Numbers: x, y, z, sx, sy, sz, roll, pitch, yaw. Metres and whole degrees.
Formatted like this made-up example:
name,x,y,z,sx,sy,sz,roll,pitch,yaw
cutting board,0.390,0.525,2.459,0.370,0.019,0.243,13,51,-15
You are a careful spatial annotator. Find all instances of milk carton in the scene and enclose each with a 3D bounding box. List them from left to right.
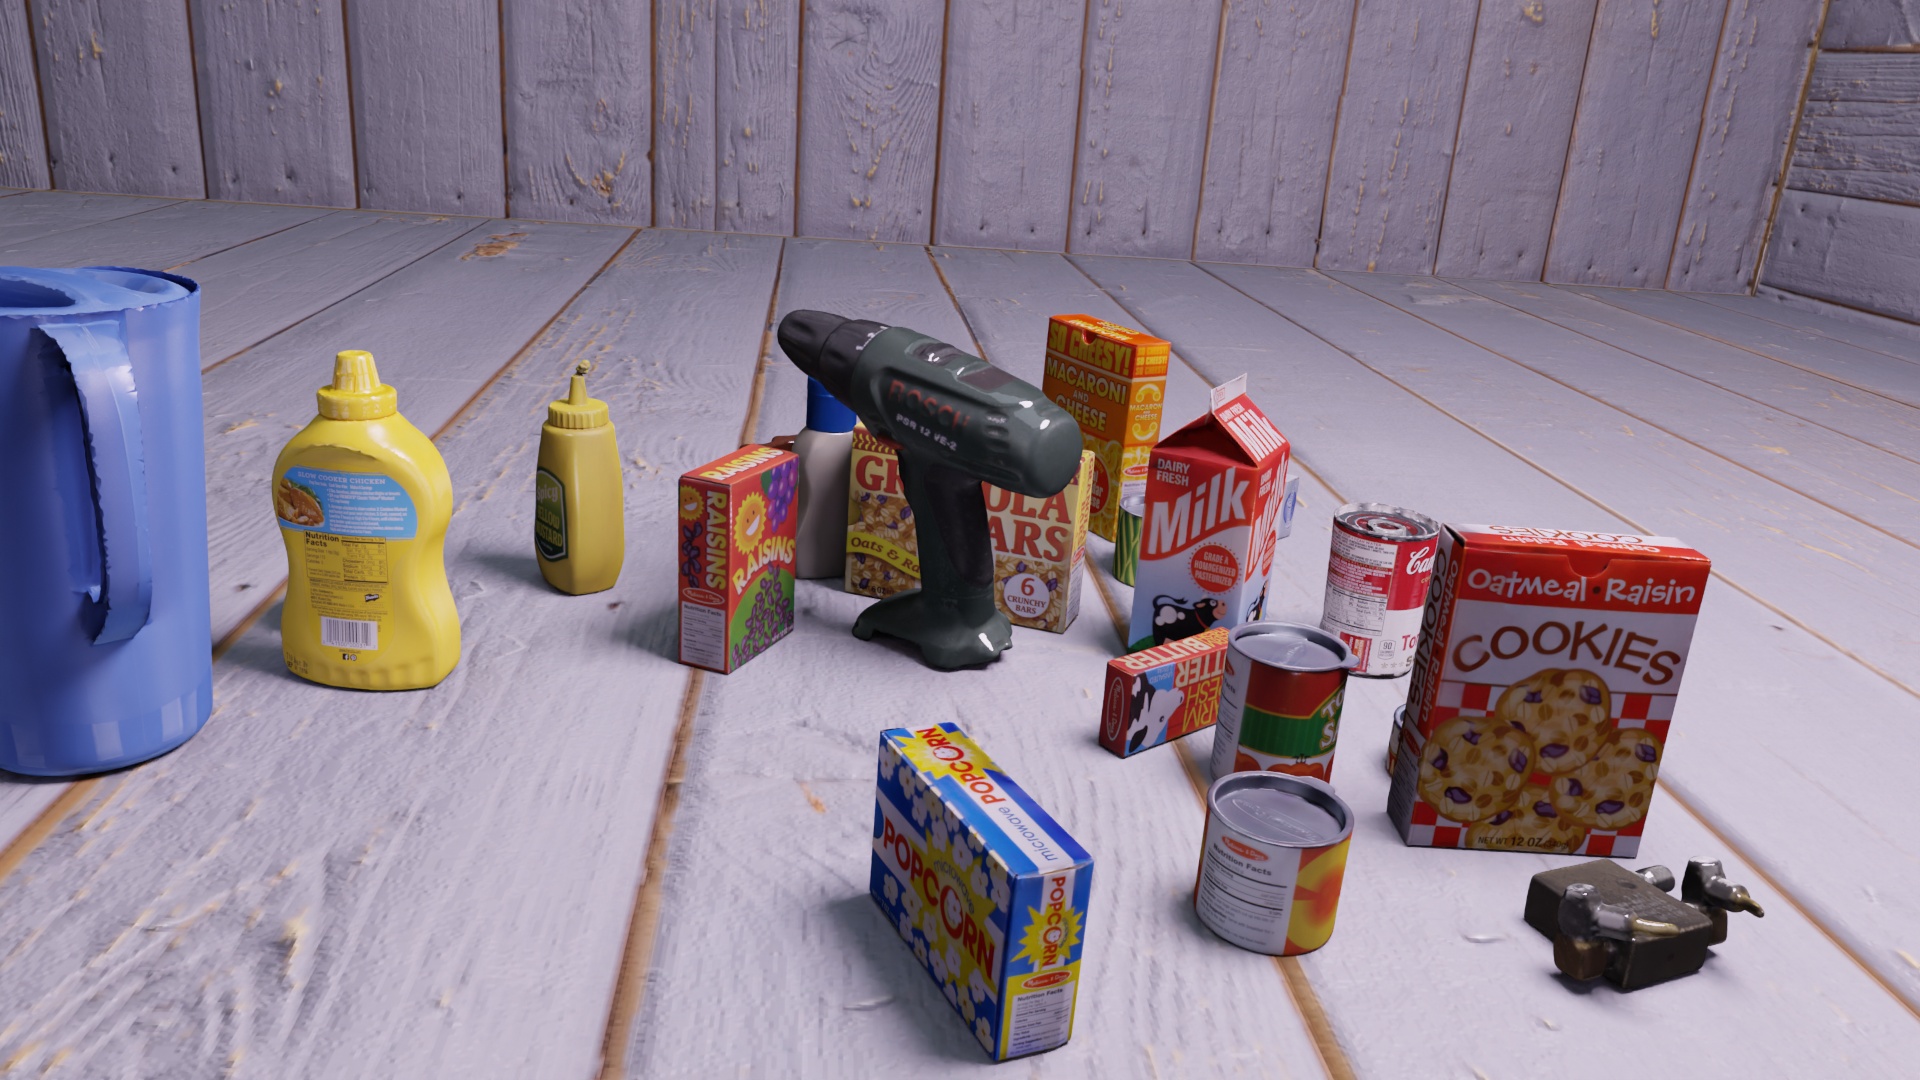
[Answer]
name,x,y,z,sx,sy,sz,roll,pitch,yaw
milk carton,0.161,-0.010,0.893,0.073,0.189,0.072,13,21,25

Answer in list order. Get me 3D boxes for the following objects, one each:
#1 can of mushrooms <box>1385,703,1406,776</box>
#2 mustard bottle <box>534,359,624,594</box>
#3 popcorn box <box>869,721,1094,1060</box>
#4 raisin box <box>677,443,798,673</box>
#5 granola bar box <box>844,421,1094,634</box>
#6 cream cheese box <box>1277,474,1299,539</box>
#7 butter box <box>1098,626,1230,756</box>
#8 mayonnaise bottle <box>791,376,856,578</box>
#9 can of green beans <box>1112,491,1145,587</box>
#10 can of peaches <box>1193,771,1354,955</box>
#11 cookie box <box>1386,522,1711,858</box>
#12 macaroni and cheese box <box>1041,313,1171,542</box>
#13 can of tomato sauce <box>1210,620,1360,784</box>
name,x,y,z,sx,sy,sz,roll,pitch,yaw
can of mushrooms,0.275,0.120,0.785,0.071,0.033,0.071,4,19,-1
mustard bottle,-0.261,-0.045,0.948,0.049,0.159,0.065,-14,26,-43
popcorn box,0.005,0.142,0.583,0.038,0.085,0.127,-5,21,-27
raisin box,-0.139,0.010,0.873,0.040,0.123,0.086,12,20,21
granola bar box,0.003,-0.012,0.966,0.165,0.123,0.039,10,20,16
cream cheese box,0.240,-0.041,1.206,0.104,0.053,0.024,20,24,37
butter box,0.126,0.087,0.815,0.104,0.053,0.024,-12,24,-39
mayonnaise bottle,-0.095,-0.048,1.010,0.065,0.147,0.041,-7,22,-29
can of green beans,0.151,0.001,1.061,0.071,0.057,0.071,4,19,-1
can of peaches,0.145,0.147,0.641,0.071,0.057,0.071,4,19,-1
cookie box,0.296,0.078,0.707,0.123,0.166,0.040,4,19,-2
macaroni and cheese box,0.115,-0.097,1.168,0.040,0.165,0.124,-7,22,-31
can of tomato sauce,0.176,0.095,0.760,0.071,0.082,0.071,4,19,-1
